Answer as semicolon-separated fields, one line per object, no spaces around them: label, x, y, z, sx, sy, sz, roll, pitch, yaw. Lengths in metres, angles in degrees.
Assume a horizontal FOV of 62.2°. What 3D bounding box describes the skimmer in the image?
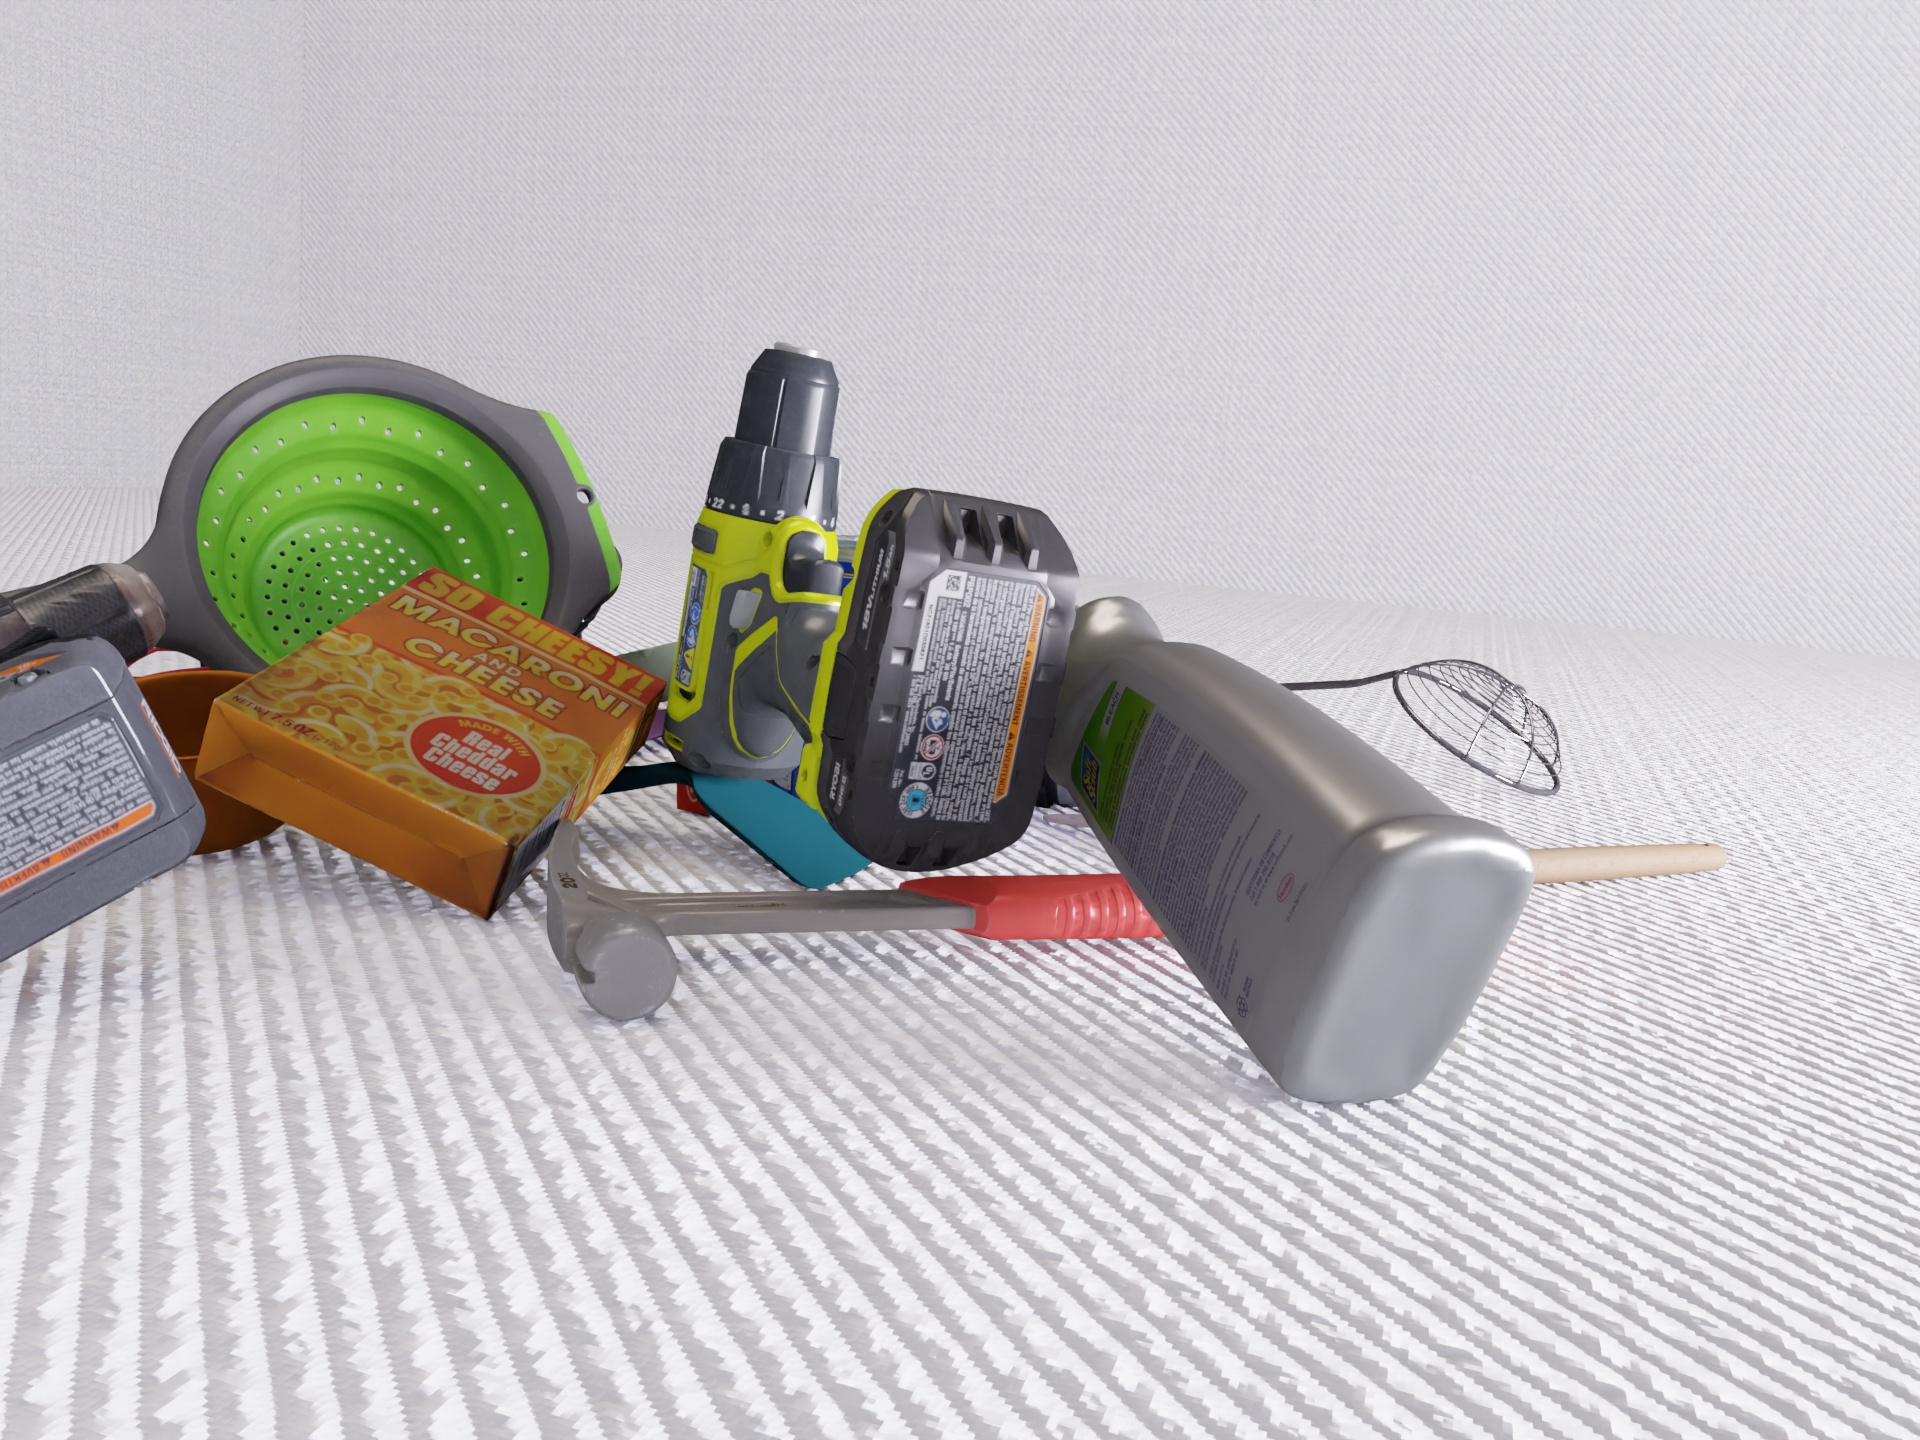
skimmer;0.236;0.006;1.131;0.363;0.090;0.127;-1;7;35

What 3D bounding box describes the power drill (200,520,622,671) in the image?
power drill;-0.335;-0.070;0.984;0.226;0.080;0.188;-1;-16;-38

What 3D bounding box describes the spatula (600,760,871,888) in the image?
spatula;-0.194;0.037;0.751;0.317;0.044;0.082;3;9;19

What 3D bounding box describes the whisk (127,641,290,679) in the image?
whisk;-0.342;-0.017;0.905;0.073;0.073;0.295;13;6;40

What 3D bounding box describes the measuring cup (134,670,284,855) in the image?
measuring cup;-0.323;0.037;0.623;0.095;0.052;0.174;8;26;3

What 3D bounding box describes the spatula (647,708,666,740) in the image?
spatula;-0.166;-0.009;1.050;0.060;0.018;0.316;2;9;19

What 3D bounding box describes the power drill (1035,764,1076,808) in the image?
power drill;-0.001;-0.003;0.919;0.226;0.084;0.164;6;9;36

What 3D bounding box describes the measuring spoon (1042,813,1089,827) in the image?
measuring spoon;0.089;0.059;0.794;0.124;0.018;0.034;4;7;44

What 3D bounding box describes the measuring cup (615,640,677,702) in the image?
measuring cup;-0.227;-0.023;1.053;0.167;0.038;0.083;-14;4;16

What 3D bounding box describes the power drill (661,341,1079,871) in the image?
power drill;-0.049;-0.051;0.643;0.080;0.190;0.229;5;12;-31

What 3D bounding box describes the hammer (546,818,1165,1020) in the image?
hammer;0.025;0.070;0.618;0.359;0.036;0.149;1;10;-19

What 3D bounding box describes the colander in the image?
colander;-0.370;-0.054;0.779;0.397;0.204;0.094;-21;-4;-35

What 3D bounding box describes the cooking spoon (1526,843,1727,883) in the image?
cooking spoon;0.258;0.072;0.773;0.318;0.017;0.069;0;4;-26

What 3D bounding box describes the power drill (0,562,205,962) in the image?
power drill;-0.337;0.005;0.541;0.226;0.084;0.185;12;38;45
